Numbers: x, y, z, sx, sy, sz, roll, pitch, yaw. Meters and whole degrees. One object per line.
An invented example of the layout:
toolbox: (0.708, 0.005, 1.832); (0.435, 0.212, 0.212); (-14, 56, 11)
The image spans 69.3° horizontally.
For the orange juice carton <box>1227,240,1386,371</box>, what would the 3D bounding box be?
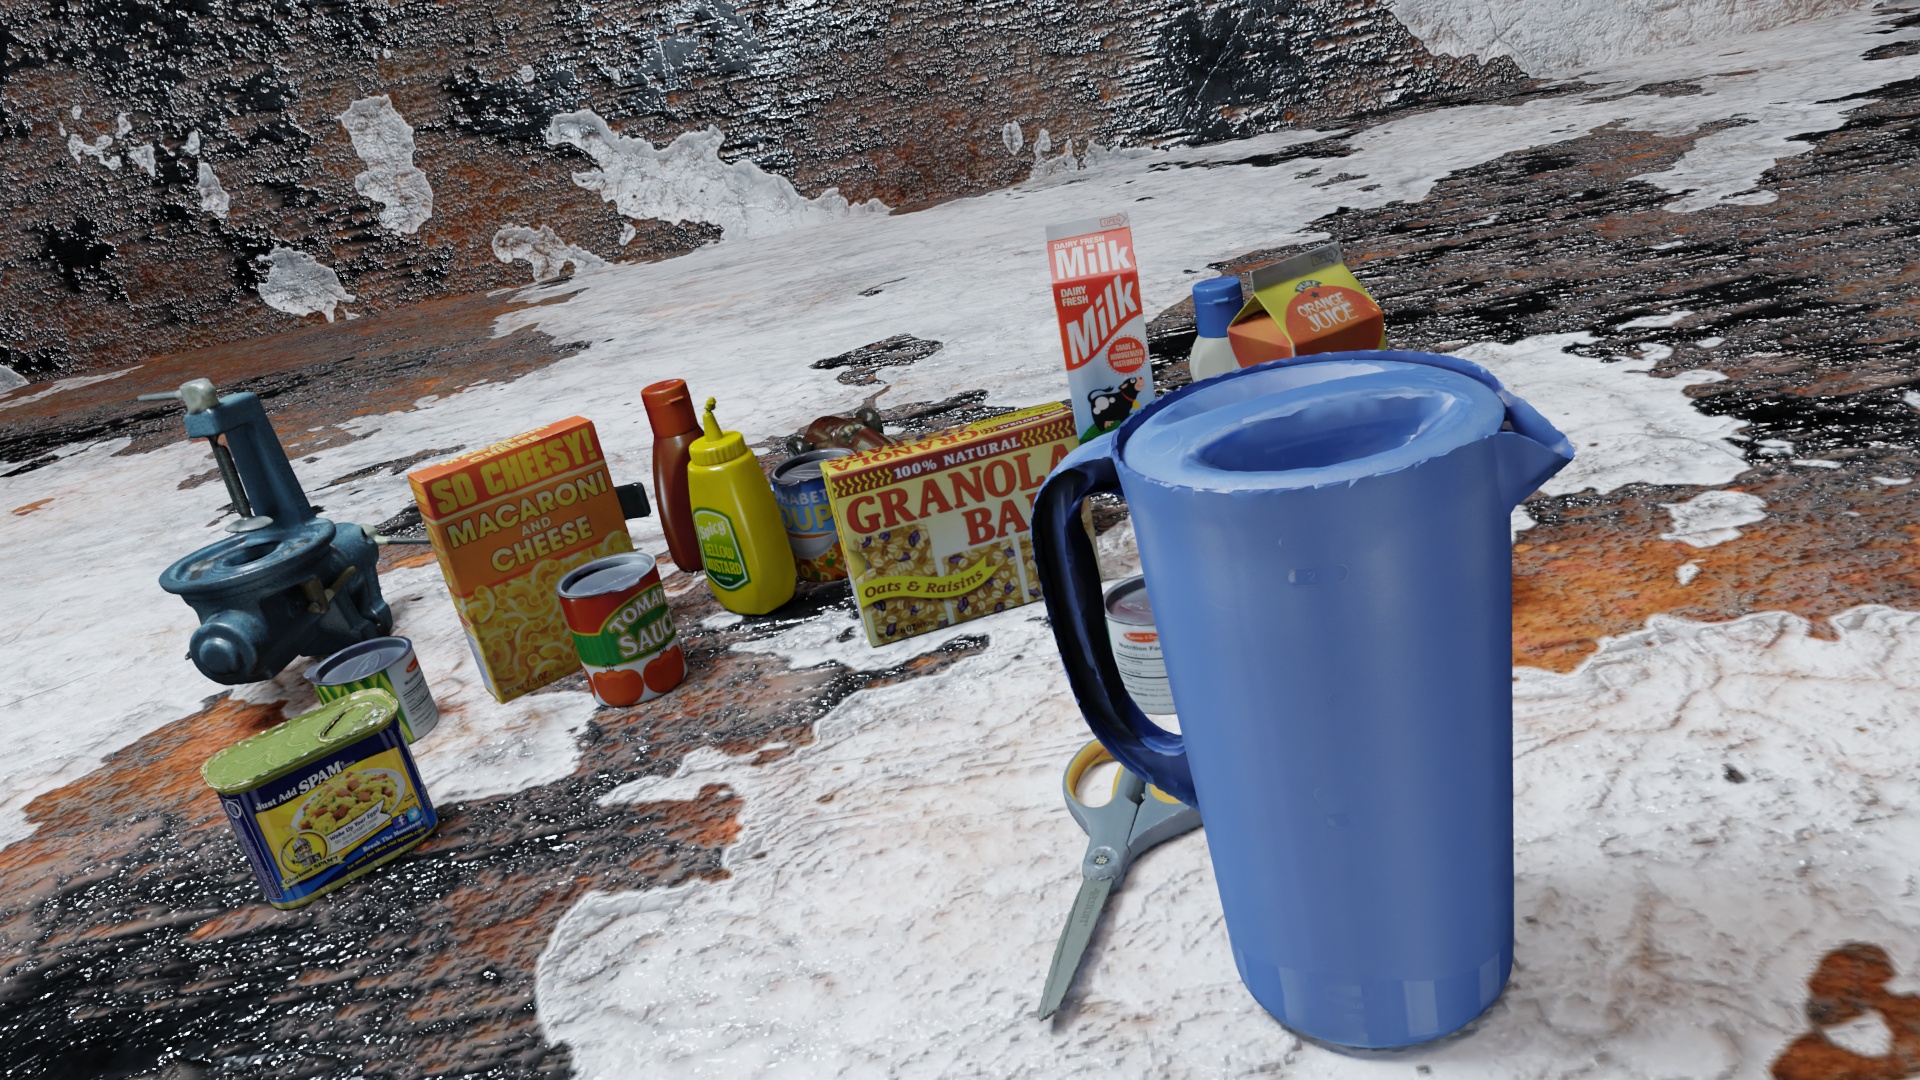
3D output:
orange juice carton: (0.228, -0.091, 0.902); (0.072, 0.192, 0.073); (-20, 23, -19)

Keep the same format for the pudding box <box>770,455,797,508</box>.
pudding box: (-0.131, -0.036, 1.151); (0.030, 0.049, 0.084); (-8, 22, 12)

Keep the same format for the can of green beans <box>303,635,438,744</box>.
can of green beans: (-0.393, 0.105, 0.934); (0.071, 0.057, 0.071); (-11, 22, 4)

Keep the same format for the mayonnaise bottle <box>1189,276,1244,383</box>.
mayonnaise bottle: (0.205, -0.124, 1.056); (0.065, 0.147, 0.041); (-10, 21, 6)

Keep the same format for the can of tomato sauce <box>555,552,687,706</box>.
can of tomato sauce: (-0.222, 0.059, 0.921); (0.071, 0.082, 0.071); (-11, 22, 4)

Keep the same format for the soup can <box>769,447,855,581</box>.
soup can: (-0.103, -0.018, 1.047); (0.071, 0.083, 0.071); (-11, 22, 4)

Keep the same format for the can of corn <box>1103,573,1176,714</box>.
can of corn: (0.116, 0.056, 0.782); (0.071, 0.058, 0.071); (-11, 22, 4)

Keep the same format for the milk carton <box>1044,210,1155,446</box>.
milk carton: (0.121, -0.179, 1.177); (0.072, 0.189, 0.074); (-9, 22, 8)

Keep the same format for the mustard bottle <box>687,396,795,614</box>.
mustard bottle: (-0.164, -0.026, 0.995); (0.065, 0.159, 0.049); (5, 27, 38)

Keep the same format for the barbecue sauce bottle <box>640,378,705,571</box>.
barbecue sauce bottle: (-0.216, -0.053, 1.106); (0.065, 0.148, 0.044); (-26, 25, -31)

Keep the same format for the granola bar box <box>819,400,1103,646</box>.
granola bar box: (0.003, -0.012, 0.918); (0.166, 0.123, 0.039); (-16, 22, -8)

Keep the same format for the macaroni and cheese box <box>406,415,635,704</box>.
macaroni and cheese box: (-0.293, 0.011, 0.963); (0.124, 0.165, 0.040); (-25, 25, -30)
